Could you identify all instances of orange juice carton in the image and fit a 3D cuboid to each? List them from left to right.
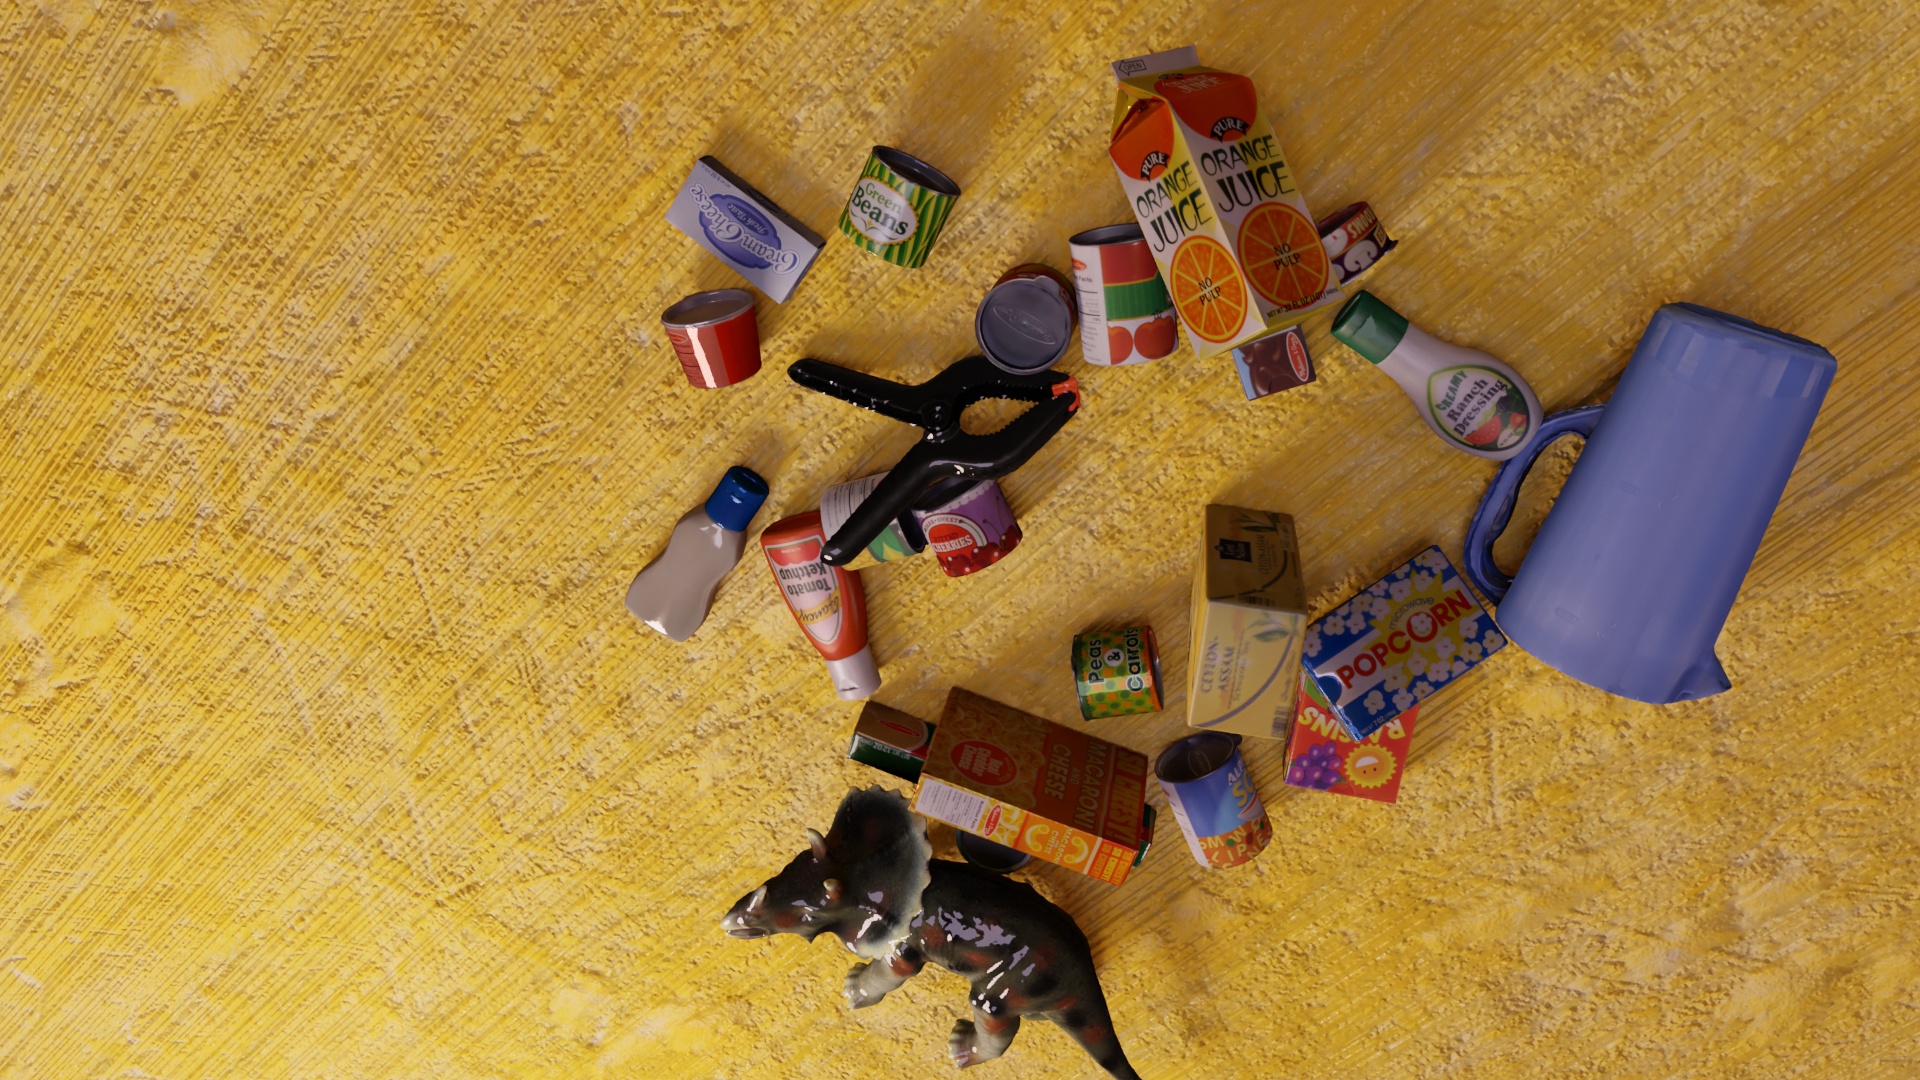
[{"bbox_3d":[0.158,-0.219,0.873,0.073,0.072,0.192,-24,89,63],"label":"orange juice carton"}]

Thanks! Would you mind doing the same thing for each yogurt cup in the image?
[{"bbox_3d":[-0.176,-0.144,0.999,0.072,0.073,0.053,-5,119,12],"label":"yogurt cup"}]

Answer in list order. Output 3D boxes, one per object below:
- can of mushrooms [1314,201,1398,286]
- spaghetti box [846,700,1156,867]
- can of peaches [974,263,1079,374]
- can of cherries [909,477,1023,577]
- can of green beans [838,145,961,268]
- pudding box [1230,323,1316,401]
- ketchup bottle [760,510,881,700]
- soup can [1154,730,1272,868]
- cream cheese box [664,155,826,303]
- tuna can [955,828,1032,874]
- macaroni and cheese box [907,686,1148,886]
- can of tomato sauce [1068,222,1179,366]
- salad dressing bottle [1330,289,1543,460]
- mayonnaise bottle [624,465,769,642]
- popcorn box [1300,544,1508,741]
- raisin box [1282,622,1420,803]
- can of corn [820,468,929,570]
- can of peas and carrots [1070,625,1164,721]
[{"bbox_3d":[0.245,-0.189,0.901,0.071,0.071,0.033,-31,102,20],"label":"can of mushrooms"},{"bbox_3d":[0.033,0.193,1.104,0.250,0.050,0.028,21,116,1],"label":"spaghetti box"},{"bbox_3d":[0.048,-0.155,0.956,0.071,0.058,0.071,4,112,9],"label":"can of peaches"},{"bbox_3d":[0.004,-0.013,1.014,0.071,0.072,0.058,-21,107,18],"label":"can of cherries"},{"bbox_3d":[-0.042,-0.225,0.939,0.071,0.071,0.057,29,114,-2],"label":"can of green beans"},{"bbox_3d":[0.206,-0.143,0.947,0.049,0.030,0.083,-18,108,15],"label":"pudding box"},{"bbox_3d":[-0.101,0.051,1.074,0.064,0.044,0.148,-11,110,24],"label":"ketchup bottle"},{"bbox_3d":[0.198,0.198,1.068,0.071,0.071,0.083,-20,108,17],"label":"soup can"},{"bbox_3d":[-0.152,-0.220,0.985,0.104,0.024,0.053,36,115,-5],"label":"cream cheese box"},{"bbox_3d":[0.028,0.235,1.131,0.071,0.033,0.070,3,112,8],"label":"tuna can"},{"bbox_3d":[0.055,0.184,1.056,0.166,0.124,0.040,20,117,2],"label":"macaroni and cheese box"},{"bbox_3d":[0.113,-0.167,0.936,0.071,0.071,0.082,-5,112,12],"label":"can of tomato sauce"},{"bbox_3d":[0.318,-0.112,0.932,0.147,0.044,0.064,34,112,-4],"label":"salad dressing bottle"},{"bbox_3d":[-0.200,0.008,1.077,0.065,0.041,0.147,35,112,-6],"label":"mayonnaise bottle"},{"bbox_3d":[0.305,0.072,0.977,0.127,0.038,0.085,-33,81,0],"label":"popcorn box"},{"bbox_3d":[0.294,0.130,1.037,0.086,0.040,0.122,8,114,6],"label":"raisin box"},{"bbox_3d":[-0.063,-0.014,1.030,0.058,0.071,0.071,-14,109,16],"label":"can of corn"},{"bbox_3d":[0.118,0.098,1.039,0.059,0.071,0.070,-9,110,13],"label":"can of peas and carrots"}]
